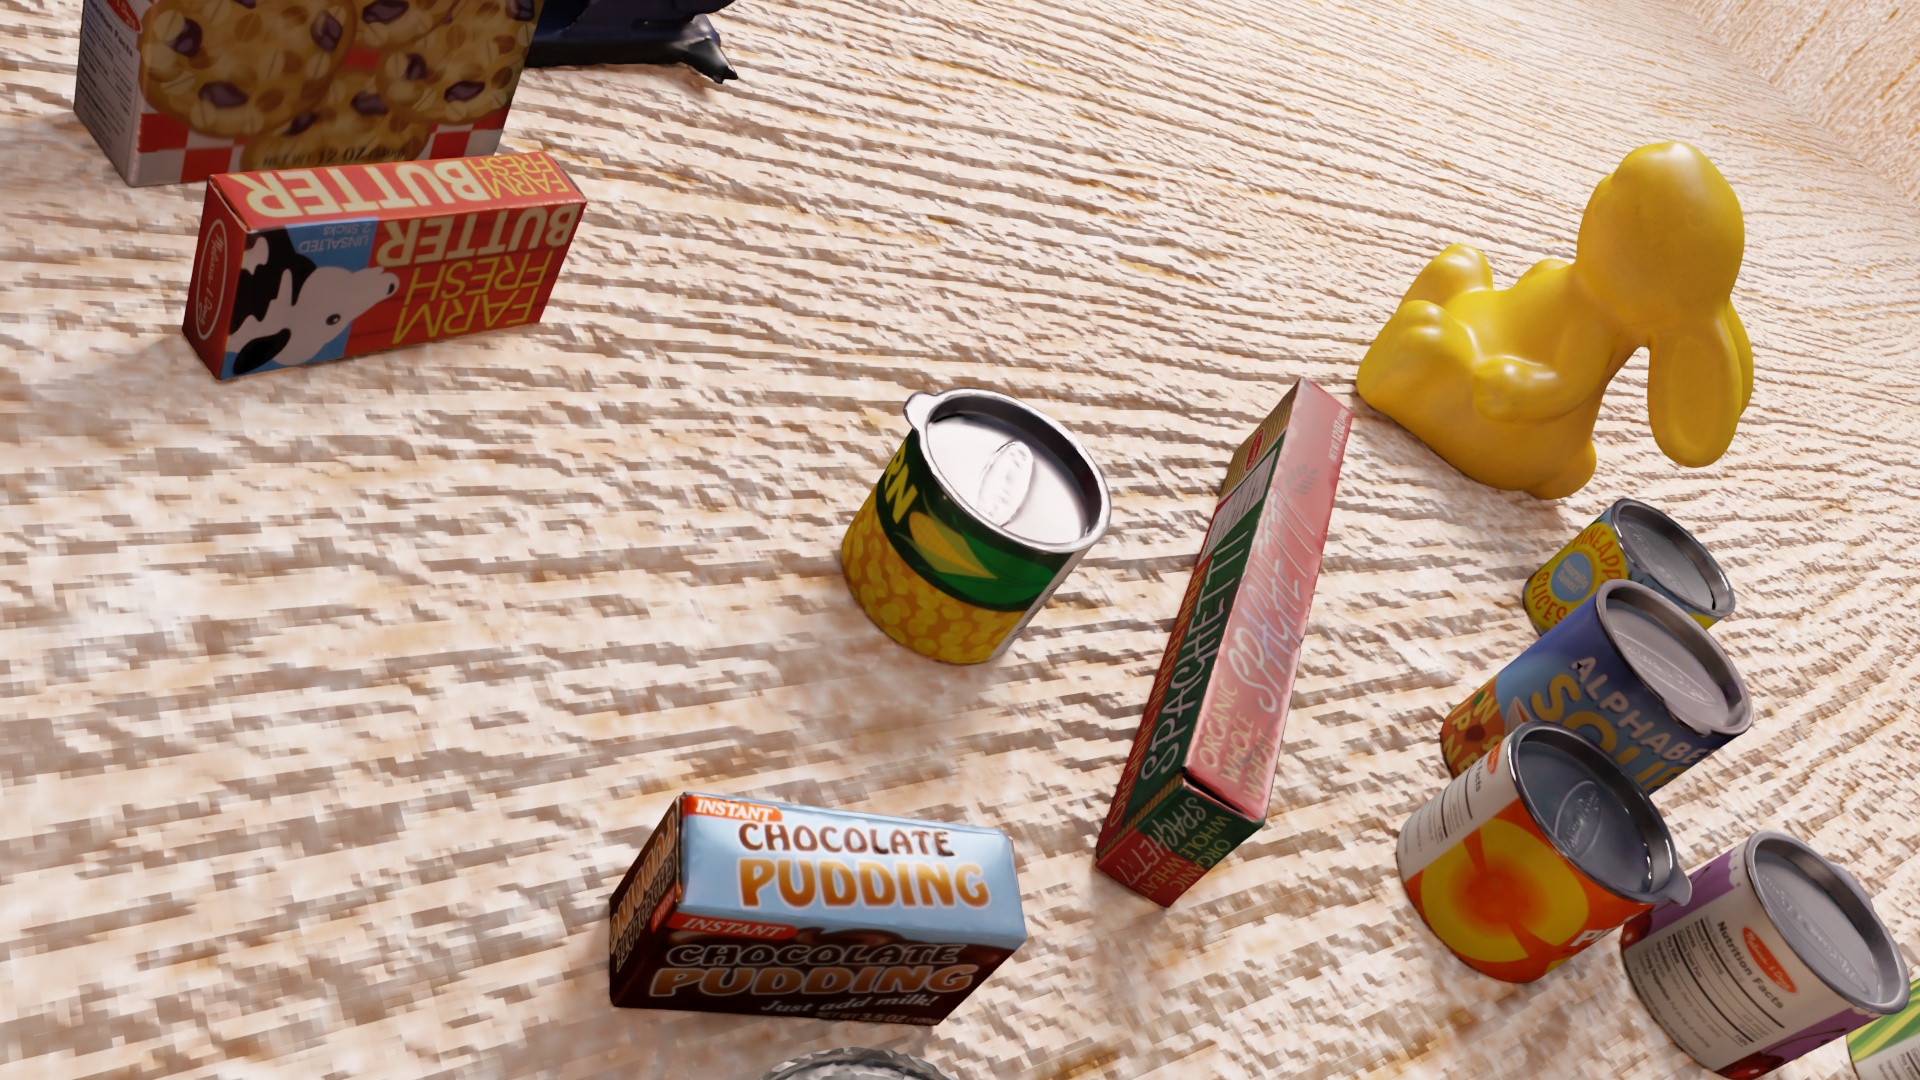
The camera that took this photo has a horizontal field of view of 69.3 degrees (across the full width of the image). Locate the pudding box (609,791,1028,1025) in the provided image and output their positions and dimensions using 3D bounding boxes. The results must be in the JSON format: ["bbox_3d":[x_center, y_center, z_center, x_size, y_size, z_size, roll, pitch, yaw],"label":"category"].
[{"bbox_3d":[-0.032,0.085,0.317,0.084,0.049,0.030,13,43,-26],"label":"pudding box"}]

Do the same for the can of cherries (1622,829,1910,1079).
[{"bbox_3d":[0.276,0.143,0.479,0.071,0.058,0.072,21,40,-18],"label":"can of cherries"}]

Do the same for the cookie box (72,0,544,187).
[{"bbox_3d":[-0.175,-0.185,0.398,0.040,0.166,0.123,48,40,16],"label":"cookie box"}]

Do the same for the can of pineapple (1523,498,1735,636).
[{"bbox_3d":[0.294,0.024,0.618,0.071,0.057,0.071,21,40,-18],"label":"can of pineapple"}]

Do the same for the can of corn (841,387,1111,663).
[{"bbox_3d":[0.002,-0.005,0.430,0.071,0.058,0.071,21,40,-18],"label":"can of corn"}]

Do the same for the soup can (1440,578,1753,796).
[{"bbox_3d":[0.227,0.066,0.502,0.071,0.083,0.072,21,40,-18],"label":"soup can"}]

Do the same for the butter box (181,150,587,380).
[{"bbox_3d":[-0.160,-0.080,0.392,0.024,0.052,0.104,48,40,16],"label":"butter box"}]

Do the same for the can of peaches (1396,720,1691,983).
[{"bbox_3d":[0.189,0.104,0.455,0.071,0.057,0.071,21,40,-18],"label":"can of peaches"}]

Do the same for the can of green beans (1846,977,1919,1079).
[{"bbox_3d":[0.370,0.188,0.502,0.071,0.057,0.071,21,40,-18],"label":"can of green beans"}]

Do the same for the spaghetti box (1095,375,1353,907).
[{"bbox_3d":[0.098,0.020,0.482,0.029,0.050,0.251,34,38,-2],"label":"spaghetti box"}]
